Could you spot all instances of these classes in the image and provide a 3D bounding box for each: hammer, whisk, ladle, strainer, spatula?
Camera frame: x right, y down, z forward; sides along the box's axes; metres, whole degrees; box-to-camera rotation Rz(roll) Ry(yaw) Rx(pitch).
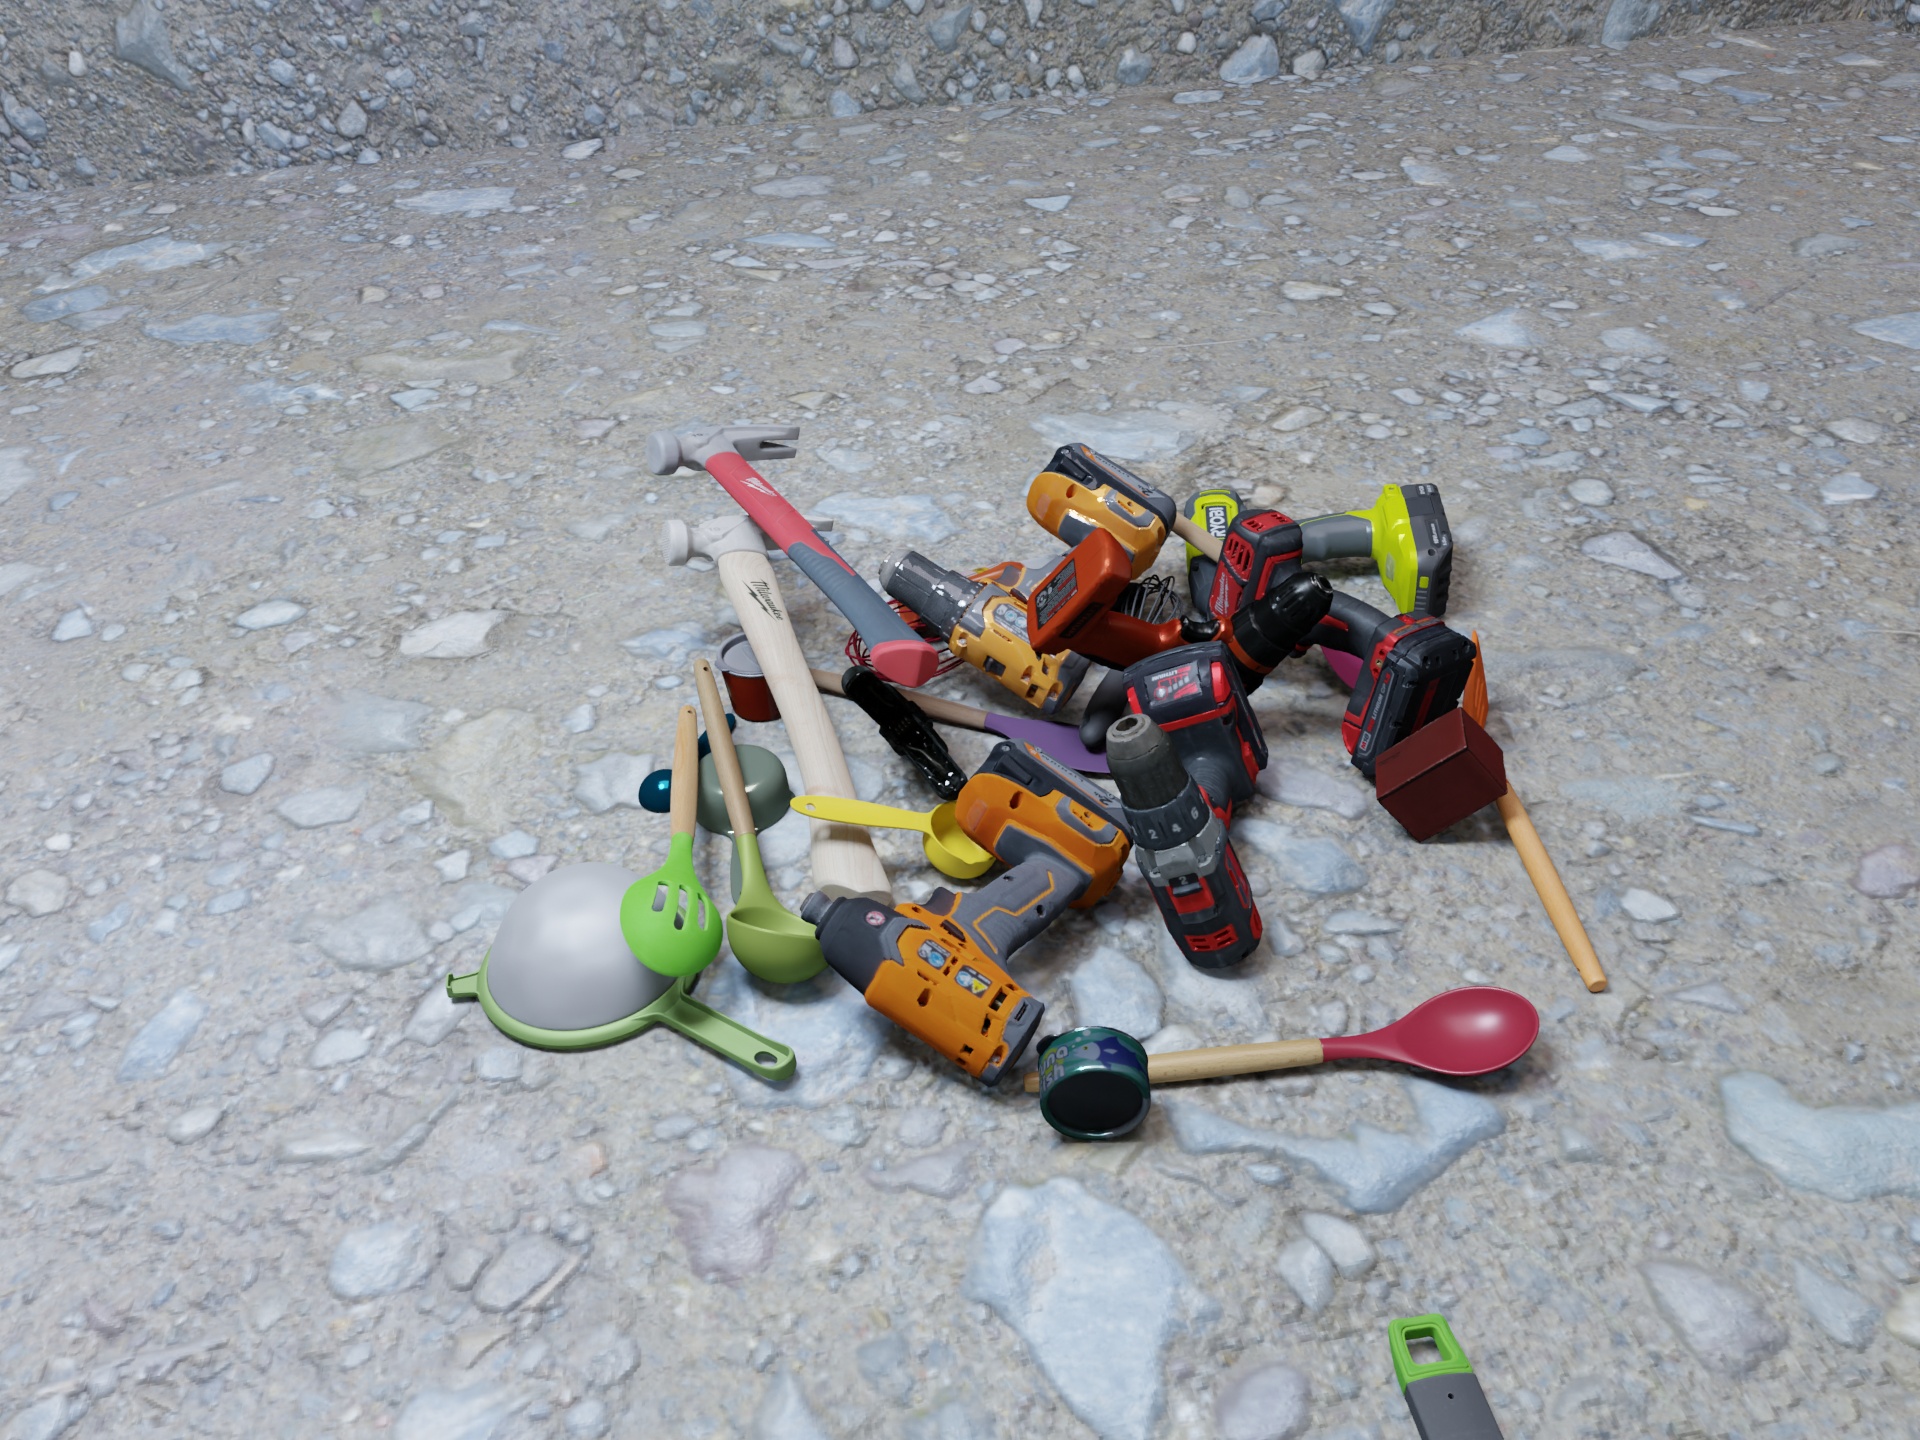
[{"bbox_3d":[-0.119,-0.021,1.233,0.146,0.038,0.411,-6,48,-22],"label":"hammer"},{"bbox_3d":[0.138,-0.051,1.311,0.055,0.055,0.239,10,38,18],"label":"whisk"},{"bbox_3d":[0.036,-0.086,1.361,0.295,0.073,0.073,-13,36,-27],"label":"whisk"},{"bbox_3d":[0.195,0.205,0.975,0.315,0.031,0.069,-6,33,-1],"label":"ladle"},{"bbox_3d":[-0.209,0.158,1.034,0.256,0.069,0.151,20,42,31],"label":"strainer"},{"bbox_3d":[-0.153,0.057,1.135,0.078,0.062,0.321,11,38,-32],"label":"ladle"},{"bbox_3d":[-0.002,-0.004,1.287,0.316,0.018,0.060,15,35,22],"label":"spatula"},{"bbox_3d":[-0.114,-0.145,1.287,0.143,0.038,0.387,-10,39,-32],"label":"hammer"},{"bbox_3d":[0.404,0.063,1.138,0.041,0.080,0.323,-17,40,9],"label":"spatula"}]

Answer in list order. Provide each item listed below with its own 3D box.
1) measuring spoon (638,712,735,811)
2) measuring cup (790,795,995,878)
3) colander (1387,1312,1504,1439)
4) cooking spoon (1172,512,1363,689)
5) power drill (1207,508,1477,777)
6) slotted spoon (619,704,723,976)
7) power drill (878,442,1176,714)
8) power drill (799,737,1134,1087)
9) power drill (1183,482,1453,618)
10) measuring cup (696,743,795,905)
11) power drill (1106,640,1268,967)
[{"bbox_3d":[-0.213,0.025,1.258,0.042,0.021,0.129,11,39,19],"label":"measuring spoon"},{"bbox_3d":[-0.047,0.079,1.127,0.156,0.029,0.062,11,42,-14],"label":"measuring cup"},{"bbox_3d":[0.261,0.397,0.644,0.204,0.094,0.398,-7,36,-5],"label":"colander"},{"bbox_3d":[0.263,-0.111,1.339,0.319,0.017,0.069,38,82,22],"label":"cooking spoon"},{"bbox_3d":[0.281,-0.058,1.246,0.078,0.143,0.220,-18,44,-33],"label":"power drill"},{"bbox_3d":[-0.197,0.069,1.119,0.070,0.031,0.314,23,24,-19],"label":"slotted spoon"},{"bbox_3d":[0.056,-0.131,1.312,0.185,0.084,0.226,32,58,7],"label":"power drill"},{"bbox_3d":[0.008,0.112,1.039,0.164,0.084,0.226,32,45,7],"label":"power drill"},{"bbox_3d":[0.313,-0.143,1.410,0.223,0.080,0.171,-2,40,7],"label":"power drill"},{"bbox_3d":[-0.162,0.074,1.173,0.083,0.038,0.168,-7,34,-5],"label":"measuring cup"},{"bbox_3d":[0.151,0.033,1.086,0.080,0.187,0.227,-17,29,20],"label":"power drill"}]
